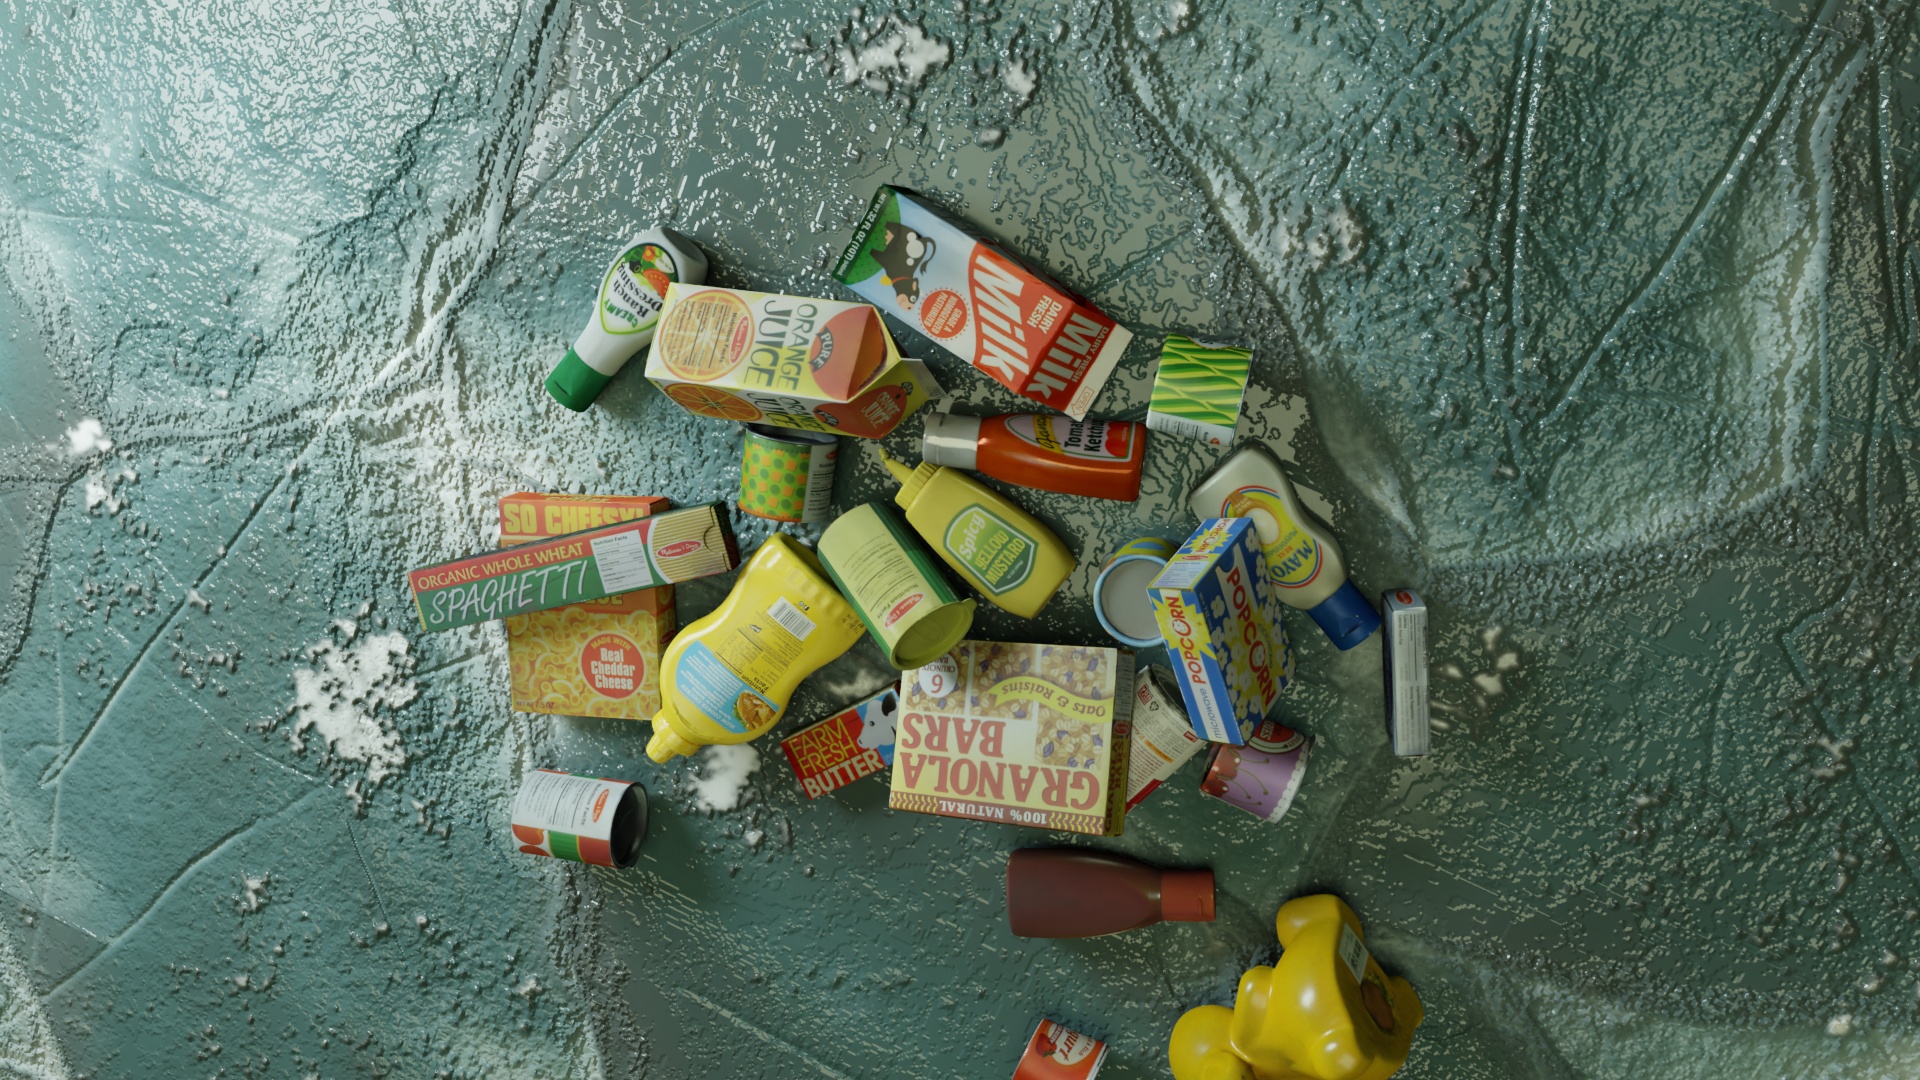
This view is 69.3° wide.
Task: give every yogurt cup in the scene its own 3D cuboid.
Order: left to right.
[{"bbox_3d":[0.073,0.393,1.032,0.054,0.072,0.072,26,105,14],"label":"yogurt cup"}]

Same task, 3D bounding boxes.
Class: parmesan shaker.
[{"bbox_3d":[-0.044,0.029,0.964,0.071,0.071,0.103,-48,59,16],"label":"parmesan shaker"}]

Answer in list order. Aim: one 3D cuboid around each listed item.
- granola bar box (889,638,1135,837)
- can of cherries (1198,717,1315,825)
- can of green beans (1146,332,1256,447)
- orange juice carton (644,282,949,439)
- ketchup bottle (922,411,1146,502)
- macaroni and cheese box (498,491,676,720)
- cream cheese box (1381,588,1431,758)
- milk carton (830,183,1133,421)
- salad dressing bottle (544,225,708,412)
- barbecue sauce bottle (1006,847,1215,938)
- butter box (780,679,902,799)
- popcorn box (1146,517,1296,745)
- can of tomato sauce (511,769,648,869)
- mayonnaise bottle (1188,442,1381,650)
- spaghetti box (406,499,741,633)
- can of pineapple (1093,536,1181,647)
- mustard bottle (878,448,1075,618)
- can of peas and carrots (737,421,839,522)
[{"bbox_3d":[0.035,0.132,0.957,0.165,0.039,0.124,1,81,30],"label":"granola bar box"},{"bbox_3d":[0.203,0.151,0.955,0.058,0.072,0.071,23,105,8],"label":"can of cherries"},{"bbox_3d":[0.158,-0.100,0.916,0.058,0.071,0.071,14,104,10],"label":"can of green beans"},{"bbox_3d":[-0.107,-0.120,0.944,0.193,0.071,0.073,9,76,16],"label":"orange juice carton"},{"bbox_3d":[0.050,-0.061,0.944,0.149,0.065,0.043,7,128,8],"label":"ketchup bottle"},{"bbox_3d":[-0.280,0.048,1.050,0.124,0.040,0.166,2,102,11],"label":"macaroni and cheese box"},{"bbox_3d":[0.298,0.088,0.929,0.024,0.053,0.103,-3,100,11],"label":"cream cheese box"},{"bbox_3d":[0.018,-0.159,0.930,0.191,0.073,0.072,32,106,4],"label":"milk carton"},{"bbox_3d":[-0.243,-0.157,1.001,0.064,0.044,0.147,43,106,3],"label":"salad dressing bottle"},{"bbox_3d":[0.109,0.256,1.007,0.148,0.044,0.064,-2,101,12],"label":"barbecue sauce bottle"},{"bbox_3d":[-0.078,0.149,1.036,0.103,0.024,0.053,-27,94,15],"label":"butter box"},{"bbox_3d":[0.174,0.059,0.912,0.038,0.085,0.126,3,124,42],"label":"popcorn box"},{"bbox_3d":[-0.293,0.215,1.073,0.083,0.071,0.071,6,102,11],"label":"can of tomato sauce"},{"bbox_3d":[0.222,0.007,0.936,0.064,0.041,0.148,-41,90,18],"label":"mayonnaise bottle"},{"bbox_3d":[-0.282,0.020,1.007,0.250,0.029,0.050,-11,98,13],"label":"spaghetti box"},{"bbox_3d":[0.126,0.035,0.952,0.071,0.058,0.071,3,102,14],"label":"can of pineapple"},{"bbox_3d":[0.003,-0.012,0.974,0.160,0.049,0.065,37,101,3],"label":"mustard bottle"},{"bbox_3d":[-0.124,-0.049,0.986,0.071,0.071,0.058,11,104,10],"label":"can of peas and carrots"}]
